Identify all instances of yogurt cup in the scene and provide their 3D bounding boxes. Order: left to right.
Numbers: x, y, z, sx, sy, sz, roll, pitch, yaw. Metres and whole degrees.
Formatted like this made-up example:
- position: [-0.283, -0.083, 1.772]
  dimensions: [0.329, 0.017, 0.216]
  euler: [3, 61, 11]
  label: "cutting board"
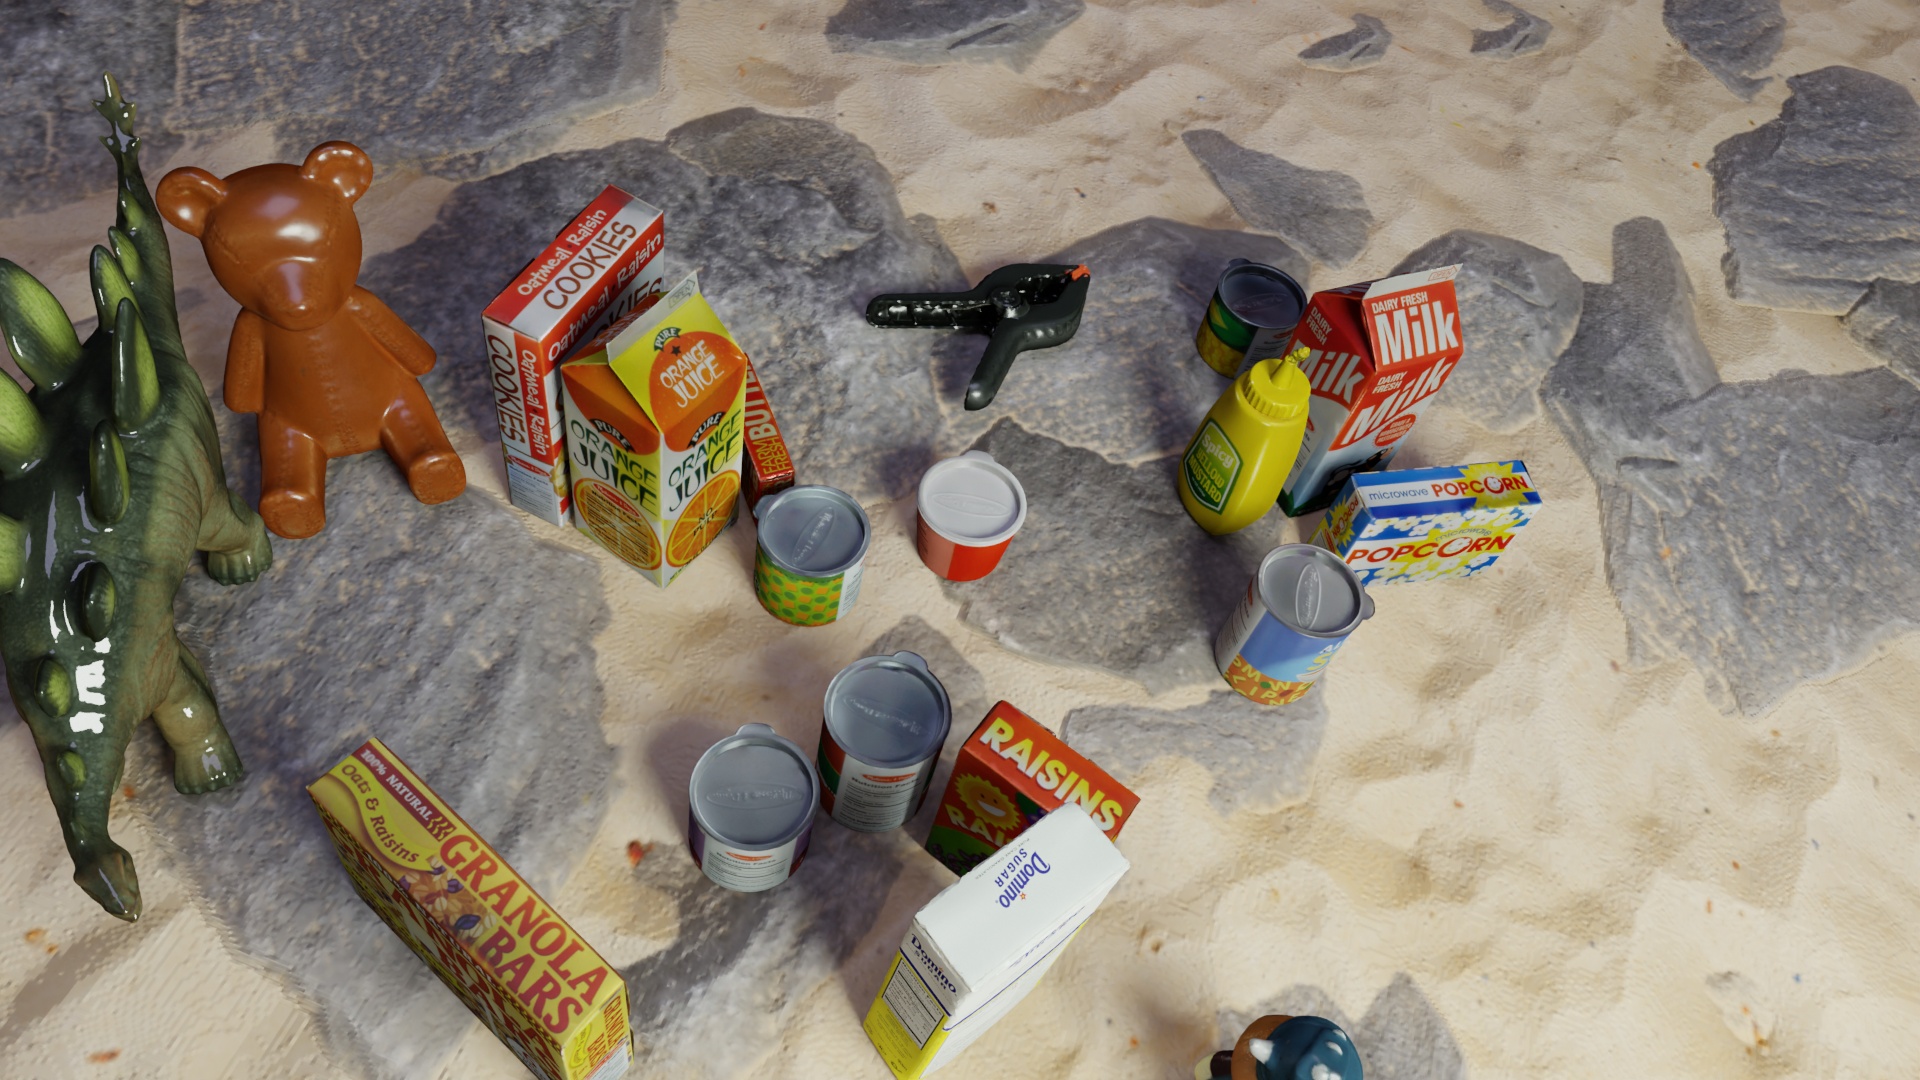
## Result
- position: [0.003, -0.011, 0.864]
  dimensions: [0.072, 0.053, 0.073]
  euler: [6, 54, -7]
  label: "yogurt cup"

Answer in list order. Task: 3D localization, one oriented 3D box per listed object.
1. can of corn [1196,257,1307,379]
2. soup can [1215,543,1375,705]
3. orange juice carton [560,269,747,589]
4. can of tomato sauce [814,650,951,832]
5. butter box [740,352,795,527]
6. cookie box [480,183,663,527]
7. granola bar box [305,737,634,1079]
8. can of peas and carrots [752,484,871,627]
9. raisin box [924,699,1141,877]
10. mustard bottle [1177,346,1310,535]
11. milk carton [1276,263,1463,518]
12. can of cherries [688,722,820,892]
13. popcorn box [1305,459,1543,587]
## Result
- position: [0.210, -0.161, 1.013]
  dimensions: [0.071, 0.058, 0.071]
  euler: [6, 54, -7]
  label: "can of corn"
- position: [0.200, 0.053, 0.839]
  dimensions: [0.071, 0.083, 0.072]
  euler: [6, 54, -7]
  label: "soup can"
- position: [-0.171, -0.064, 0.781]
  dimensions: [0.073, 0.191, 0.072]
  euler: [33, 55, 12]
  label: "orange juice carton"
- position: [-0.044, 0.109, 0.749]
  dimensions: [0.071, 0.082, 0.071]
  euler: [6, 54, -7]
  label: "can of tomato sauce"
- position: [-0.132, -0.064, 0.876]
  dimensions: [0.024, 0.052, 0.104]
  euler: [-13, 58, -20]
  label: "butter box"
- position: [-0.222, -0.106, 0.817]
  dimensions: [0.040, 0.166, 0.123]
  euler: [24, 54, 7]
  label: "cookie box"
- position: [-0.220, 0.179, 0.636]
  dimensions: [0.166, 0.123, 0.039]
  euler: [38, 56, 16]
  label: "granola bar box"
- position: [-0.092, 0.009, 0.828]
  dimensions: [0.071, 0.058, 0.071]
  euler: [6, 54, -7]
  label: "can of peas and carrots"
- position: [0.034, 0.146, 0.713]
  dimensions: [0.086, 0.122, 0.040]
  euler: [35, 56, 14]
  label: "raisin box"
- position: [0.184, -0.069, 0.877]
  dimensions: [0.049, 0.159, 0.065]
  euler: [-19, 60, -23]
  label: "mustard bottle"
- position: [0.255, -0.104, 0.898]
  dimensions: [0.072, 0.189, 0.074]
  euler: [-16, 59, -21]
  label: "milk carton"
- position: [-0.108, 0.140, 0.728]
  dimensions: [0.071, 0.058, 0.072]
  euler: [6, 54, -7]
  label: "can of cherries"
- position: [0.299, -0.009, 0.904]
  dimensions: [0.127, 0.084, 0.038]
  euler: [-5, 56, -15]
  label: "popcorn box"
